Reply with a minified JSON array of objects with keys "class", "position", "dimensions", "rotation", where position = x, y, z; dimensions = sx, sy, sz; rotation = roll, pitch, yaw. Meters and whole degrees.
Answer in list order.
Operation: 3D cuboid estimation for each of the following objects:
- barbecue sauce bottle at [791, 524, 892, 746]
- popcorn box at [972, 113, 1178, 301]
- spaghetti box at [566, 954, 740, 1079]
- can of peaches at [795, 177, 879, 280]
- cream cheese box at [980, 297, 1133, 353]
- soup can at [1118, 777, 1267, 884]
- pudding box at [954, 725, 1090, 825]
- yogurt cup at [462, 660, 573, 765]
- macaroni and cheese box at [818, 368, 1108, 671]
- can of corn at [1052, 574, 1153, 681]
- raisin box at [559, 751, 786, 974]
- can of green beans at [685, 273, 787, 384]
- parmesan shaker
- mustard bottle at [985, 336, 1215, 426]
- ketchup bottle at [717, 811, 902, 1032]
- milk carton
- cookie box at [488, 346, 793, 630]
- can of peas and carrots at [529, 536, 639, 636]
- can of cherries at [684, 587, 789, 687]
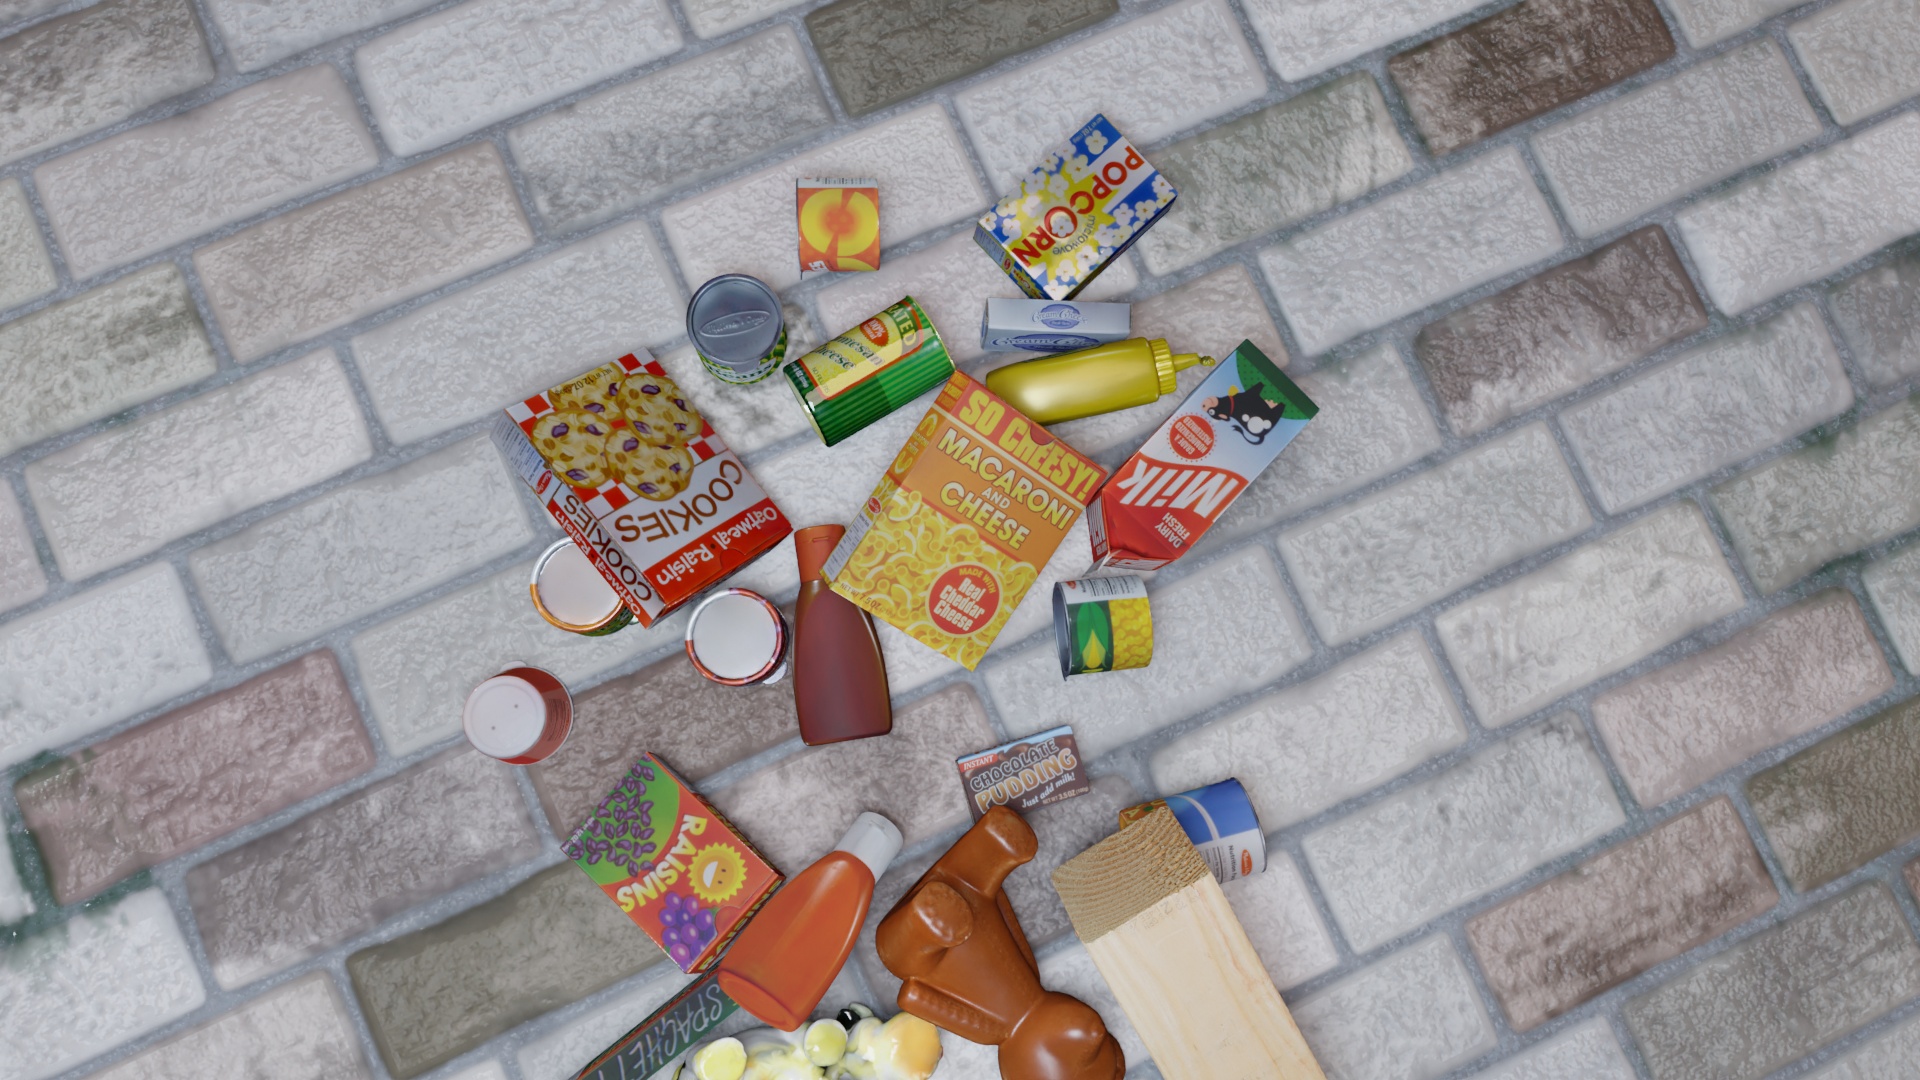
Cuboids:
[{"class":"barbecue sauce bottle","position":[-0.087,0.064,0.959],"dimensions":[0.065,0.043,0.148],"rotation":[-8,83,-6]},{"class":"popcorn box","position":[0.084,-0.237,1.012],"dimensions":[0.127,0.038,0.085],"rotation":[-43,88,-8]},{"class":"spaghetti box","position":[-0.217,0.341,0.910],"dimensions":[0.250,0.050,0.028],"rotation":[-37,88,-8]},{"class":"can of peaches","position":[-0.086,-0.221,0.985],"dimensions":[0.058,0.071,0.071],"rotation":[-2,83,-5]},{"class":"cream cheese box","position":[0.067,-0.152,0.992],"dimensions":[0.104,0.053,0.024],"rotation":[2,79,-4]},{"class":"soup can","position":[0.156,0.203,0.947],"dimensions":[0.084,0.071,0.071],"rotation":[-14,84,-5]},{"class":"pudding box","position":[0.043,0.162,0.961],"dimensions":[0.084,0.030,0.049],"rotation":[-16,83,-6]},{"class":"yogurt cup","position":[-0.299,0.118,0.932],"dimensions":[0.072,0.054,0.072],"rotation":[0,84,-4]},{"class":"macaroni and cheese box","position":[0.003,-0.012,0.935],"dimensions":[0.123,0.040,0.166],"rotation":[32,95,-25]},{"class":"can of corn","position":[0.098,0.061,0.961],"dimensions":[0.058,0.071,0.071],"rotation":[-6,83,-5]},{"class":"raisin box","position":[-0.189,0.213,0.920],"dimensions":[0.123,0.040,0.086],"rotation":[40,80,15]},{"class":"can of green beans","position":[-0.156,-0.147,0.974],"dimensions":[0.071,0.057,0.071],"rotation":[1,83,-4]},{"class":"parmesan shaker","position":[-0.063,-0.116,0.970],"dimensions":[0.103,0.071,0.071],"rotation":[-31,86,-7]},{"class":"mustard bottle","position":[0.099,-0.113,0.976],"dimensions":[0.160,0.065,0.048],"rotation":[-12,93,3]},{"class":"ketchup bottle","position":[-0.090,0.241,0.901],"dimensions":[0.065,0.043,0.149],"rotation":[28,48,14]},{"class":"milk carton","position":[0.155,-0.044,0.974],"dimensions":[0.073,0.072,0.191],"rotation":[44,82,2]},{"class":"cookie box","position":[-0.211,-0.038,0.933],"dimensions":[0.167,0.040,0.123],"rotation":[50,45,3]},{"class":"can of peas and carrots","position":[-0.251,0.033,0.944],"dimensions":[0.071,0.058,0.071],"rotation":[0,83,-3]},{"class":"can of cherries","position":[-0.149,0.068,0.946],"dimensions":[0.071,0.058,0.071],"rotation":[0,82,-3]}]
